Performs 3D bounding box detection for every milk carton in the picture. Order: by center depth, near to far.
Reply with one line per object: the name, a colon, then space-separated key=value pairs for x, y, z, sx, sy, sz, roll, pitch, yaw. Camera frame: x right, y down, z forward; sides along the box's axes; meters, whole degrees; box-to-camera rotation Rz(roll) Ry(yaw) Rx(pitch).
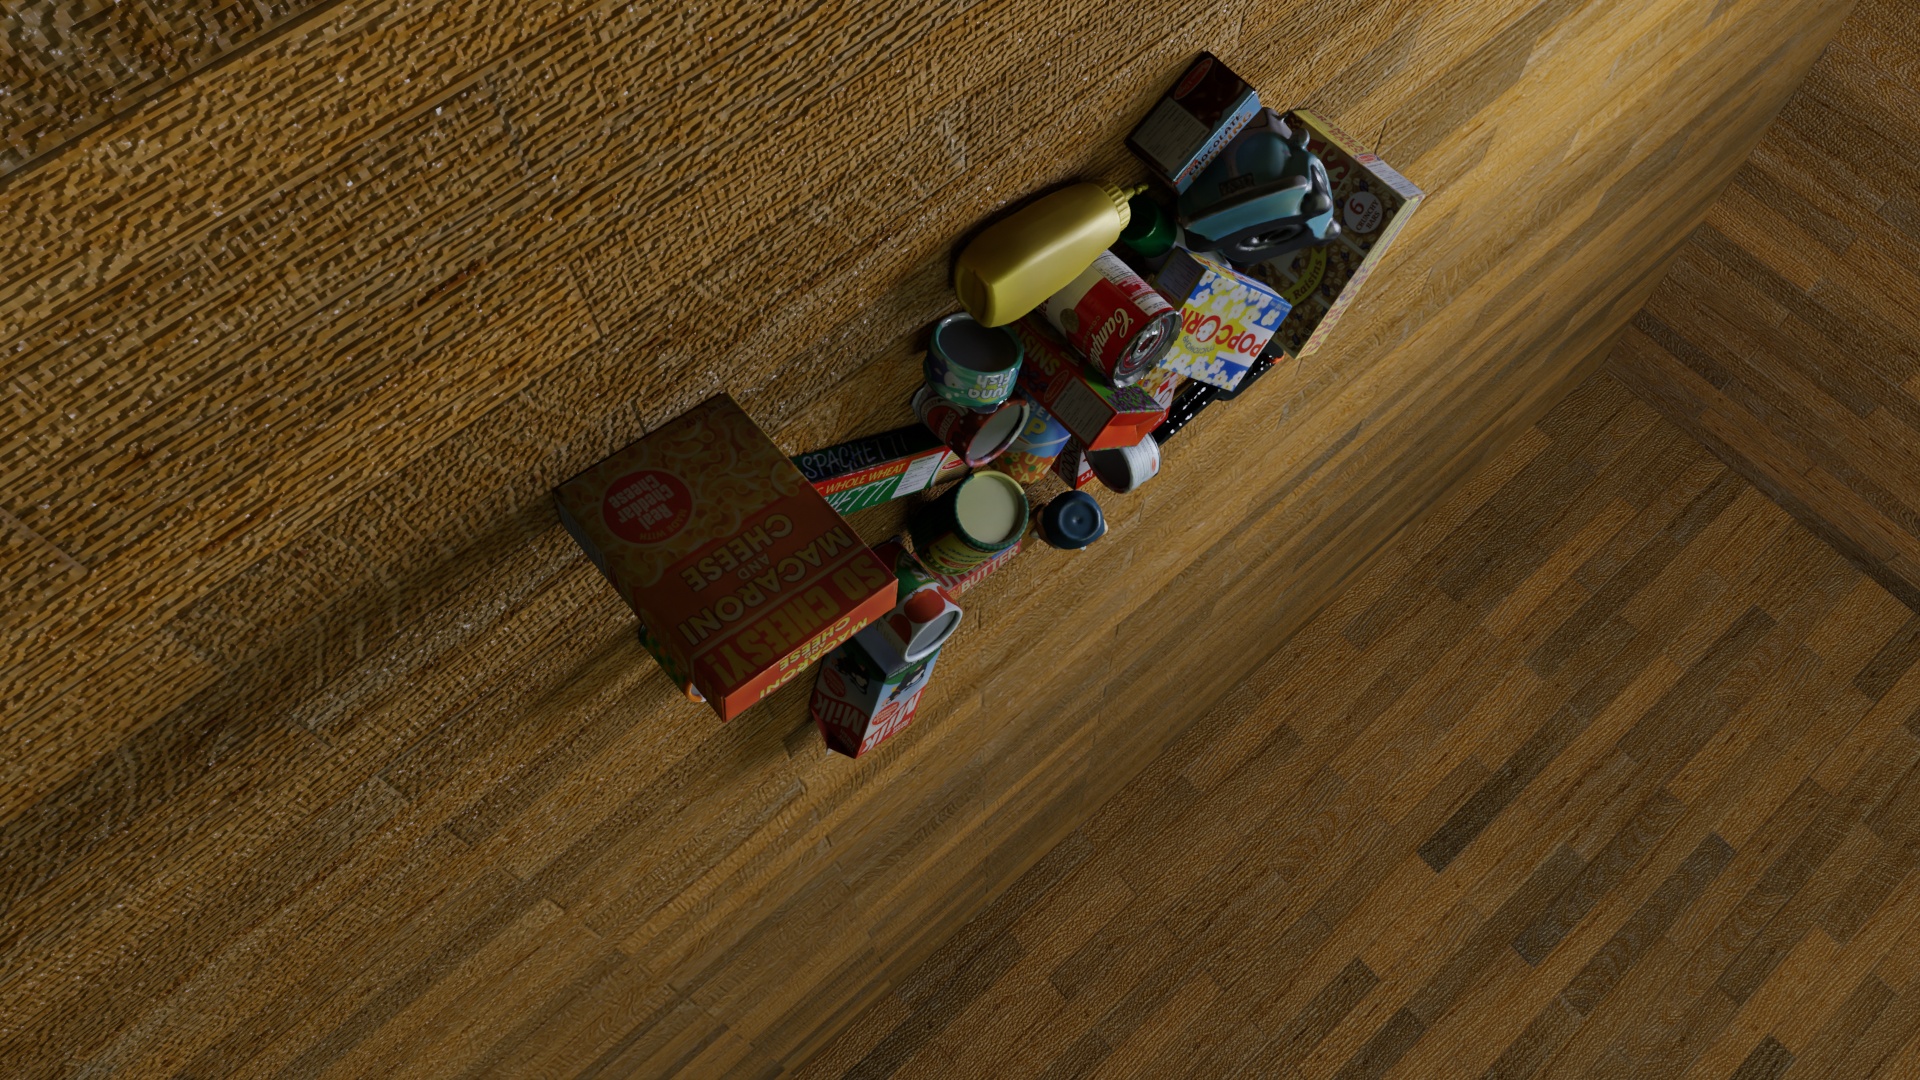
milk carton: x=-0.083 y=0.135 z=1.290 sx=0.072 sy=0.073 sz=0.189 roll=-30 pitch=156 yaw=-33

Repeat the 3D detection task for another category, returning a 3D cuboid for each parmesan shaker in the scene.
parmesan shaker: x=0.004 y=-0.014 z=1.129 sx=0.071 sy=0.071 sz=0.103 roll=-35 pitch=-179 yaw=-23

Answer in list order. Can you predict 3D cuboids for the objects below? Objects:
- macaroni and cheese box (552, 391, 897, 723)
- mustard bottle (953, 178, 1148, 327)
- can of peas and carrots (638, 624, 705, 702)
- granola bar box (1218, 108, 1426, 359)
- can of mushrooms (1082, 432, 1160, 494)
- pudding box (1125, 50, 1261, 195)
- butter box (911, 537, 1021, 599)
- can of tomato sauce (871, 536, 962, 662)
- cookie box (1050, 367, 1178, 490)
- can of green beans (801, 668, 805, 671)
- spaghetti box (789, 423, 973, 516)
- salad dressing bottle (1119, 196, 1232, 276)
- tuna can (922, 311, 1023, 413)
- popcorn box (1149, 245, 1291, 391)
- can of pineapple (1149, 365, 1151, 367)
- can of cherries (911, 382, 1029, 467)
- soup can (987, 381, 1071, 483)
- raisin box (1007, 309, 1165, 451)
macaroni and cheese box: x=-0.135 y=0.006 z=0.805 sx=0.124 sy=0.167 sz=0.040 roll=-34 pitch=158 yaw=-24
mustard bottle: x=0.067 y=-0.206 z=0.944 sx=0.161 sy=0.049 sz=0.065 roll=-36 pitch=159 yaw=-23
can of peas and carrots: x=-0.186 y=0.072 z=0.995 sx=0.071 sy=0.059 sz=0.070 roll=-38 pitch=159 yaw=-17
granola bar box: x=0.284 y=-0.253 z=1.153 sx=0.039 sy=0.124 sz=0.164 roll=-22 pitch=150 yaw=-45
can of mushrooms: x=0.136 y=-0.076 z=1.192 sx=0.033 sy=0.071 sz=0.070 roll=-33 pitch=157 yaw=-22
pudding box: x=0.161 y=-0.288 z=0.961 sx=0.083 sy=0.050 sz=0.030 roll=-48 pitch=161 yaw=9
butter box: x=0.000 y=0.015 z=1.241 sx=0.104 sy=0.053 sz=0.024 roll=-36 pitch=156 yaw=-21
can of tomato sauce: x=-0.048 y=0.050 z=1.178 sx=0.071 sy=0.083 sz=0.071 roll=-37 pitch=159 yaw=-17
cookie box: x=0.141 y=-0.129 z=1.245 sx=0.123 sy=0.040 sz=0.166 roll=-37 pitch=159 yaw=-18
can of green beans: x=-0.124 y=0.059 z=1.077 sx=0.058 sy=0.071 sz=0.071 roll=-42 pitch=159 yaw=-5
spaghetti box: x=-0.069 y=-0.049 z=1.021 sx=0.251 sy=0.029 sz=0.050 roll=-20 pitch=149 yaw=-48
salad dressing bottle: x=0.165 y=-0.225 z=1.082 sx=0.147 sy=0.064 sz=0.044 roll=18 pitch=98 yaw=-58
tuna can: x=0.010 y=-0.124 z=0.964 sx=0.071 sy=0.071 sz=0.032 roll=-30 pitch=154 yaw=-34
popcorn box: x=0.191 y=-0.170 z=1.081 sx=0.127 sy=0.038 sz=0.085 roll=9 pitch=123 yaw=-46
can of pineapple: x=0.128 y=-0.163 z=1.121 sx=0.058 sy=0.071 sz=0.070 roll=-40 pitch=159 yaw=-11
can of cherries: x=0.007 y=-0.095 z=1.032 sx=0.072 sy=0.058 sz=0.071 roll=-38 pitch=159 yaw=-17
soup can: x=0.056 y=-0.097 z=1.113 sx=0.071 sy=0.071 sz=0.083 roll=-18 pitch=148 yaw=-50
raisin box: x=0.082 y=-0.122 z=1.028 sx=0.086 sy=0.123 sz=0.040 roll=-11 pitch=142 yaw=-56
